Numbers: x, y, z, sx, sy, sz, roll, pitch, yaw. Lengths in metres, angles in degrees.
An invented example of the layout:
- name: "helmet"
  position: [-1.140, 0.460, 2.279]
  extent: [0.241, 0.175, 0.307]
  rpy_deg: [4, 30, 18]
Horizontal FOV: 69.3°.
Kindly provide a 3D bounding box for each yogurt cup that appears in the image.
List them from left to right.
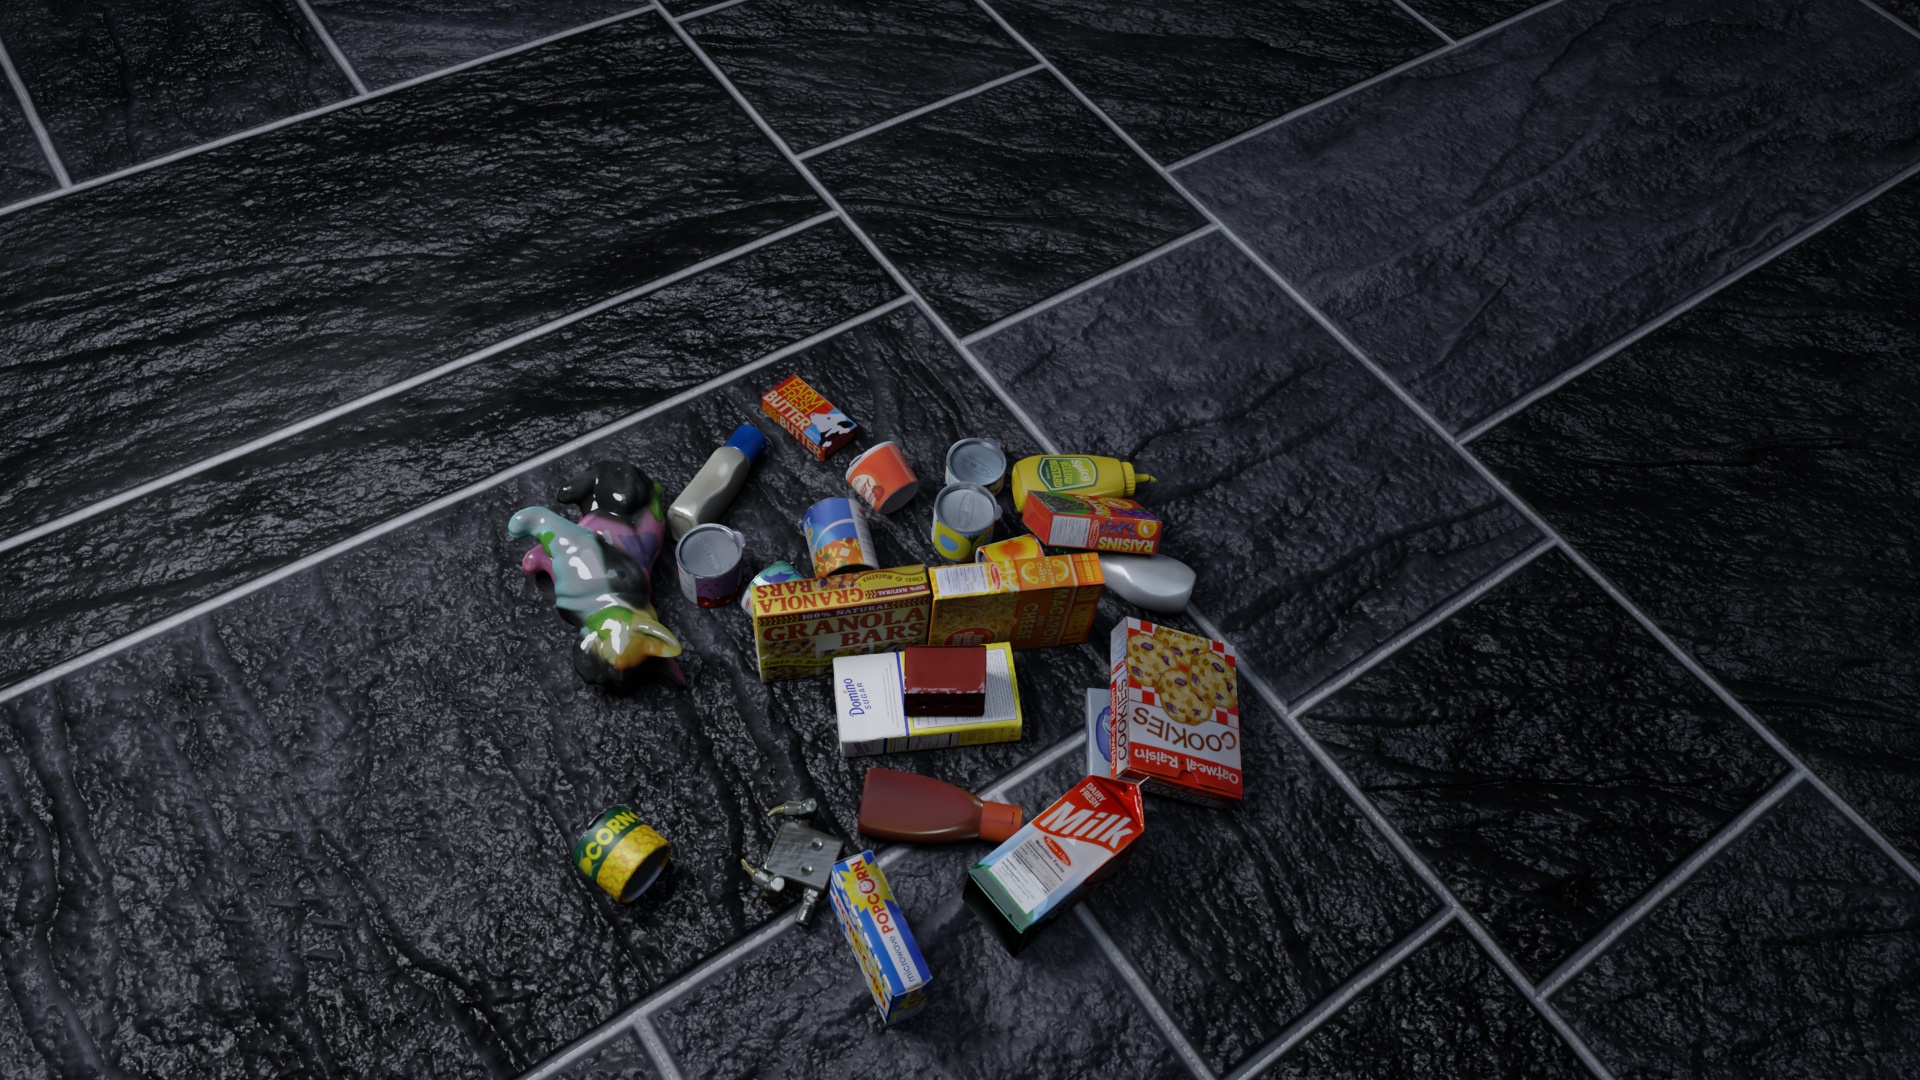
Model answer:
- name: "yogurt cup"
  position: [-0.080, -0.065, 1.487]
  extent: [0.072, 0.072, 0.054]
  rpy_deg: [-30, 72, -24]

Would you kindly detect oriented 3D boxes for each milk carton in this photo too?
- name: "milk carton"
  position: [0.098, 0.282, 1.258]
  extent: [0.191, 0.072, 0.073]
  rpy_deg: [-34, 65, -24]

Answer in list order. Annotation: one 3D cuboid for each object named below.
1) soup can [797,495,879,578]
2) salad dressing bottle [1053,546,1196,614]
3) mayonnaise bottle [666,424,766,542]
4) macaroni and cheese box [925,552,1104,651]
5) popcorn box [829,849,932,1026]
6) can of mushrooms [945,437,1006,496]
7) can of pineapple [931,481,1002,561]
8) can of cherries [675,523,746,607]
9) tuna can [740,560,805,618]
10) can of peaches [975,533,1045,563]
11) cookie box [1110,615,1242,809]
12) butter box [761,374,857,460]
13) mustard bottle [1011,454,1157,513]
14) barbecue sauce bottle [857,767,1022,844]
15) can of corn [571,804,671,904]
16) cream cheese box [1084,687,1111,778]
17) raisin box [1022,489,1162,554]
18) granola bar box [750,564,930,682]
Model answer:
- name: "soup can"
  position: [-0.125, 0.008, 1.430]
  extent: [0.071, 0.071, 0.084]
  rpy_deg: [-9, 57, -12]
- name: "salad dressing bottle"
  position: [0.171, 0.033, 1.457]
  extent: [0.148, 0.043, 0.064]
  rpy_deg: [18, 50, 9]
- name: "mayonnaise bottle"
  position: [-0.256, -0.062, 1.468]
  extent: [0.041, 0.064, 0.149]
  rpy_deg: [24, 52, 7]
- name: "macaroni and cheese box"
  position: [0.049, 0.065, 1.372]
  extent: [0.167, 0.123, 0.040]
  rpy_deg: [-6, 58, -10]
- name: "popcorn box"
  position: [-0.070, 0.341, 1.191]
  extent: [0.038, 0.084, 0.127]
  rpy_deg: [-19, 59, -19]
- name: "can of mushrooms"
  position: [0.018, -0.078, 1.523]
  extent: [0.071, 0.033, 0.071]
  rpy_deg: [2, 55, -3]
- name: "can of pineapple"
  position: [0.005, -0.018, 1.465]
  extent: [0.071, 0.057, 0.071]
  rpy_deg: [3, 56, -4]
- name: "can of cherries"
  position: [-0.250, 0.026, 1.408]
  extent: [0.071, 0.058, 0.072]
  rpy_deg: [3, 54, -4]
- name: "tuna can"
  position: [-0.182, 0.054, 1.391]
  extent: [0.033, 0.070, 0.071]
  rpy_deg: [42, 61, 20]
- name: "can of peaches"
  position: [0.054, 0.033, 1.429]
  extent: [0.058, 0.071, 0.071]
  rpy_deg: [-14, 58, -15]
- name: "cookie box"
  position: [0.208, 0.166, 1.349]
  extent: [0.123, 0.040, 0.168]
  rpy_deg: [16, 53, -16]
- name: "butter box"
  position: [-0.169, -0.138, 1.551]
  extent: [0.103, 0.024, 0.053]
  rpy_deg: [39, 60, 19]
- name: "mustard bottle"
  position: [0.138, -0.064, 1.516]
  extent: [0.160, 0.048, 0.065]
  rpy_deg: [-5, 58, -9]
- name: "barbecue sauce bottle"
  position: [-0.018, 0.252, 1.284]
  extent: [0.149, 0.043, 0.065]
  rpy_deg: [9, 55, 0]
- name: "can of corn"
  position: [-0.298, 0.275, 1.222]
  extent: [0.058, 0.070, 0.071]
  rpy_deg: [34, 59, 16]
- name: "cream cheese box"
  position: [0.149, 0.195, 1.353]
  extent: [0.053, 0.024, 0.104]
  rpy_deg: [4, 55, -3]
- name: "raisin box"
  position: [0.137, -0.019, 1.449]
  extent: [0.123, 0.040, 0.086]
  rpy_deg: [5, 15, -17]
- name: "granola bar box"
  position: [-0.115, 0.082, 1.343]
  extent: [0.166, 0.123, 0.039]
  rpy_deg: [-7, 55, -11]
